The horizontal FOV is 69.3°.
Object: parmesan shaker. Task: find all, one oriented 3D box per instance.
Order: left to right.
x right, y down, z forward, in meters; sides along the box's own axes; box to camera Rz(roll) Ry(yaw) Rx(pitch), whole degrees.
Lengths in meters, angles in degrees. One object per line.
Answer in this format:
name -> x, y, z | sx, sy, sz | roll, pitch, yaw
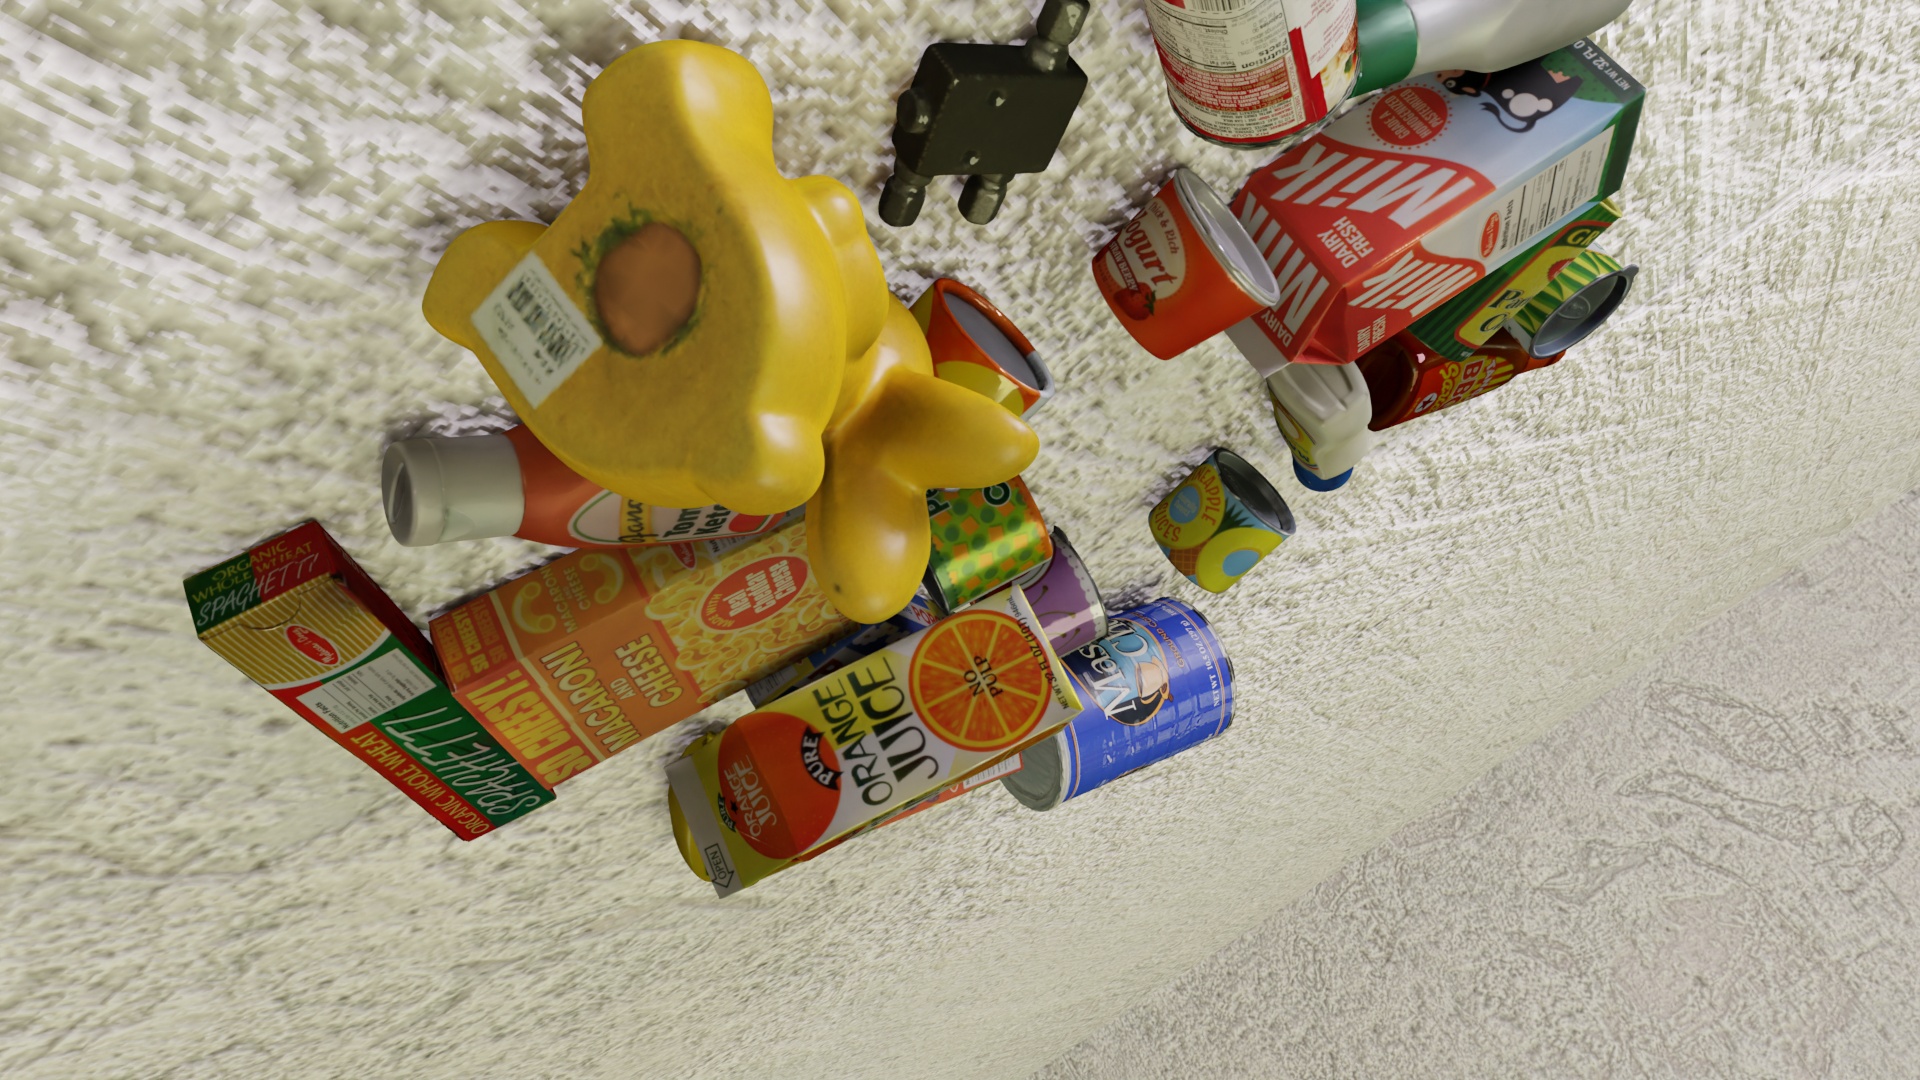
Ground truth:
parmesan shaker -> 0.268, -0.148, 0.701 | 0.071, 0.071, 0.102 | 1, 139, -48

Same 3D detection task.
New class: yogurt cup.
yogurt cup -> 0.092, -0.112, 0.579 | 0.053, 0.072, 0.072 | -35, 154, 26

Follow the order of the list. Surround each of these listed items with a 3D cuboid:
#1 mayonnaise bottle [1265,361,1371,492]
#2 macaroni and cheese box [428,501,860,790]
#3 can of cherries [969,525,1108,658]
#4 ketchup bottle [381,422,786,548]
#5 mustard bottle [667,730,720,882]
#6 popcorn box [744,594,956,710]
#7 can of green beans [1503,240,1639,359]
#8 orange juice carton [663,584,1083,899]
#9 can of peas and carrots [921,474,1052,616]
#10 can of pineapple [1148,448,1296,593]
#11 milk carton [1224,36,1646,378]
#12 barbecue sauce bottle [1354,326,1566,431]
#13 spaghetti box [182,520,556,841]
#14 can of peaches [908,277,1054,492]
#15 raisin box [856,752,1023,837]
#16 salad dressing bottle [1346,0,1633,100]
mayonnaise bottle -> 0.201, -0.066, 0.777 | 0.041, 0.065, 0.148 | -35, 157, 4
macaroni and cheese box -> -0.133, 0.038, 0.623 | 0.167, 0.040, 0.123 | -27, 153, -11
can of cherries -> 0.041, 0.034, 0.776 | 0.058, 0.072, 0.071 | -26, 153, -9
ketchup bottle -> -0.132, -0.024, 0.513 | 0.149, 0.044, 0.064 | -8, 141, -38
mustard bottle -> -0.137, 0.148, 0.797 | 0.065, 0.049, 0.159 | -25, 153, -17
popcorn box -> -0.053, 0.064, 0.754 | 0.085, 0.038, 0.126 | -38, 153, 12
can of green beans -> 0.328, -0.145, 0.777 | 0.071, 0.058, 0.071 | -24, 153, -14
orange juice carton -> -0.044, 0.099, 0.681 | 0.193, 0.072, 0.073 | -25, 168, -10
can of peas and carrots -> 0.002, -0.008, 0.660 | 0.059, 0.071, 0.070 | -28, 153, -8
can of pineapple -> 0.151, -0.012, 0.810 | 0.057, 0.071, 0.071 | -45, 150, 26
milk carton -> 0.195, -0.147, 0.616 | 0.190, 0.072, 0.073 | -33, 153, 1
barbecue sauce bottle -> 0.300, -0.108, 0.827 | 0.149, 0.044, 0.064 | -17, 150, -28
spaghetti box -> -0.234, 0.071, 0.584 | 0.050, 0.029, 0.249 | -27, 153, -10
can of peaches -> -0.006, -0.064, 0.555 | 0.058, 0.071, 0.071 | -43, 151, 22
raisin box -> -0.038, 0.130, 0.833 | 0.124, 0.086, 0.040 | -16, 106, -28
salad dressing bottle -> 0.197, -0.209, 0.546 | 0.148, 0.044, 0.064 | -22, 154, -16
